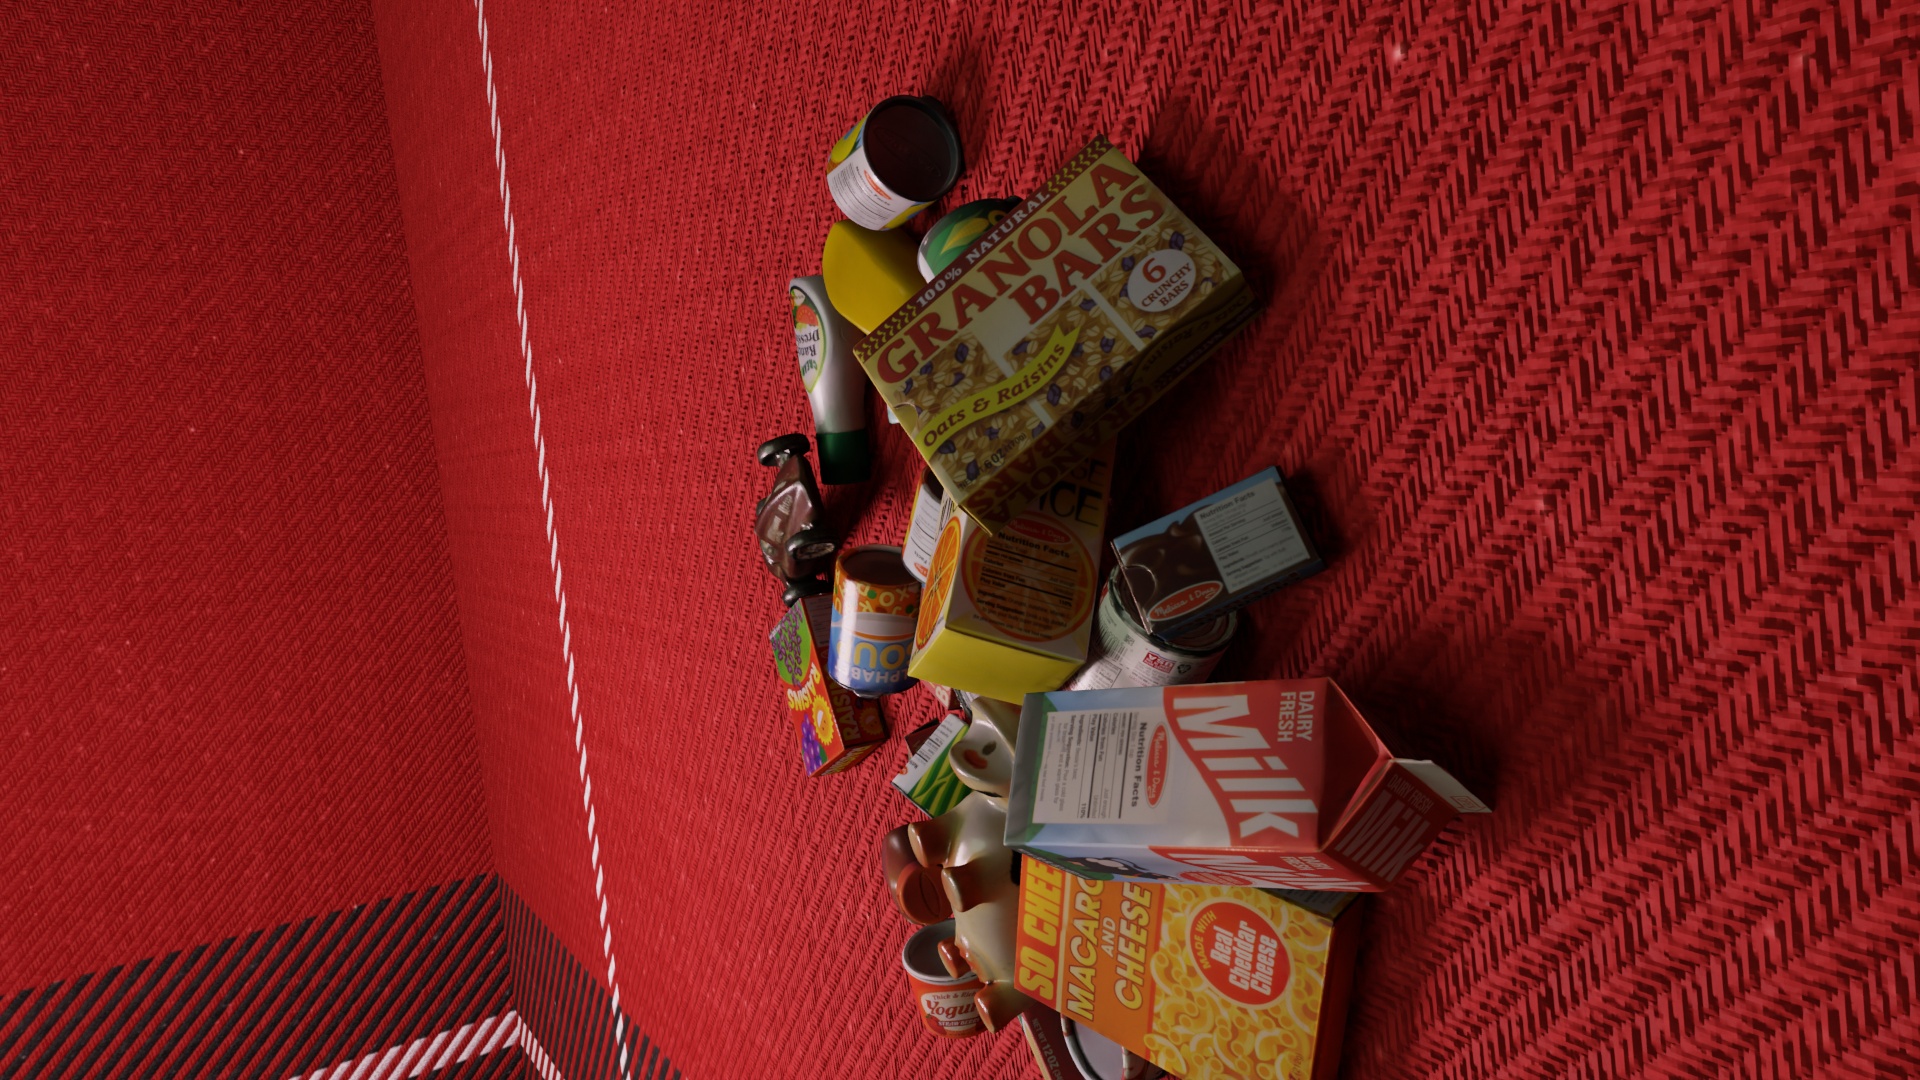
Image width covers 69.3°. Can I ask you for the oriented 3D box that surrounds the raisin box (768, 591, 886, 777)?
[{"bbox_3d":[-0.104,0.113,1.079,0.085,0.040,0.123,-45,58,54],"label":"raisin box"}]

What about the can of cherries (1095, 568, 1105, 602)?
[{"bbox_3d":[0.037,0.036,0.777,0.058,0.072,0.071,-37,66,58],"label":"can of cherries"}]

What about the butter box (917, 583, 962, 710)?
[{"bbox_3d":[-0.005,0.054,0.904,0.053,0.024,0.103,40,131,50],"label":"butter box"}]

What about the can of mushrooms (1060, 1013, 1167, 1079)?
[{"bbox_3d":[0.088,0.278,0.793,0.071,0.033,0.070,26,120,56],"label":"can of mushrooms"}]

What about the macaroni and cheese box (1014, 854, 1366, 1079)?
[{"bbox_3d":[0.106,0.197,0.681,0.166,0.040,0.123,18,114,36],"label":"macaroni and cheese box"}]

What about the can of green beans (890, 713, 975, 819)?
[{"bbox_3d":[0.000,0.149,0.859,0.071,0.058,0.071,39,171,8],"label":"can of green beans"}]

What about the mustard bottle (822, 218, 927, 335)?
[{"bbox_3d":[-0.035,-0.150,0.875,0.161,0.049,0.065,48,136,43],"label":"mustard bottle"}]

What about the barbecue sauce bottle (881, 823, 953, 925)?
[{"bbox_3d":[-0.026,0.224,0.915,0.148,0.044,0.065,128,122,-81],"label":"barbecue sauce bottle"}]

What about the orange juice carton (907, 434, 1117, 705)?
[{"bbox_3d":[0.032,-0.019,0.720,0.071,0.073,0.193,124,159,-60],"label":"orange juice carton"}]

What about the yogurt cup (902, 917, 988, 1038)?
[{"bbox_3d":[-0.002,0.293,0.927,0.072,0.072,0.053,24,126,56],"label":"yogurt cup"}]

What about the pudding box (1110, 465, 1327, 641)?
[{"bbox_3d":[0.116,0.006,0.625,0.050,0.083,0.030,69,-167,19],"label":"pudding box"}]

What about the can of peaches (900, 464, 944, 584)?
[{"bbox_3d":[0.003,-0.010,0.832,0.071,0.071,0.057,51,138,41],"label":"can of peaches"}]

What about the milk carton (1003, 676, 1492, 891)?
[{"bbox_3d":[0.119,0.105,0.593,0.190,0.072,0.074,-8,61,37],"label":"milk carton"}]

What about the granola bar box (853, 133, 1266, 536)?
[{"bbox_3d":[0.041,-0.101,0.664,0.165,0.039,0.124,-40,52,8],"label":"granola bar box"}]

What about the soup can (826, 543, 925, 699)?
[{"bbox_3d":[-0.055,0.054,0.946,0.071,0.071,0.083,40,131,49],"label":"soup can"}]

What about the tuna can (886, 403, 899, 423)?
[{"bbox_3d":[-0.015,-0.090,0.835,0.071,0.071,0.032,2,100,60],"label":"tuna can"}]

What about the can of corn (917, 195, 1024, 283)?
[{"bbox_3d":[0.020,-0.146,0.766,0.058,0.071,0.070,63,146,27],"label":"can of corn"}]

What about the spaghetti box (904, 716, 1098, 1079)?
[{"bbox_3d":[0.023,0.232,0.885,0.050,0.029,0.251,86,161,-61],"label":"spaghetti box"}]

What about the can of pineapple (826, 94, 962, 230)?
[{"bbox_3d":[-0.040,-0.230,0.847,0.057,0.071,0.071,-15,85,60],"label":"can of pineapple"}]

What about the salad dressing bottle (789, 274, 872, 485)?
[{"bbox_3d":[-0.089,-0.114,0.984,0.064,0.044,0.147,9,108,59],"label":"salad dressing bottle"}]
